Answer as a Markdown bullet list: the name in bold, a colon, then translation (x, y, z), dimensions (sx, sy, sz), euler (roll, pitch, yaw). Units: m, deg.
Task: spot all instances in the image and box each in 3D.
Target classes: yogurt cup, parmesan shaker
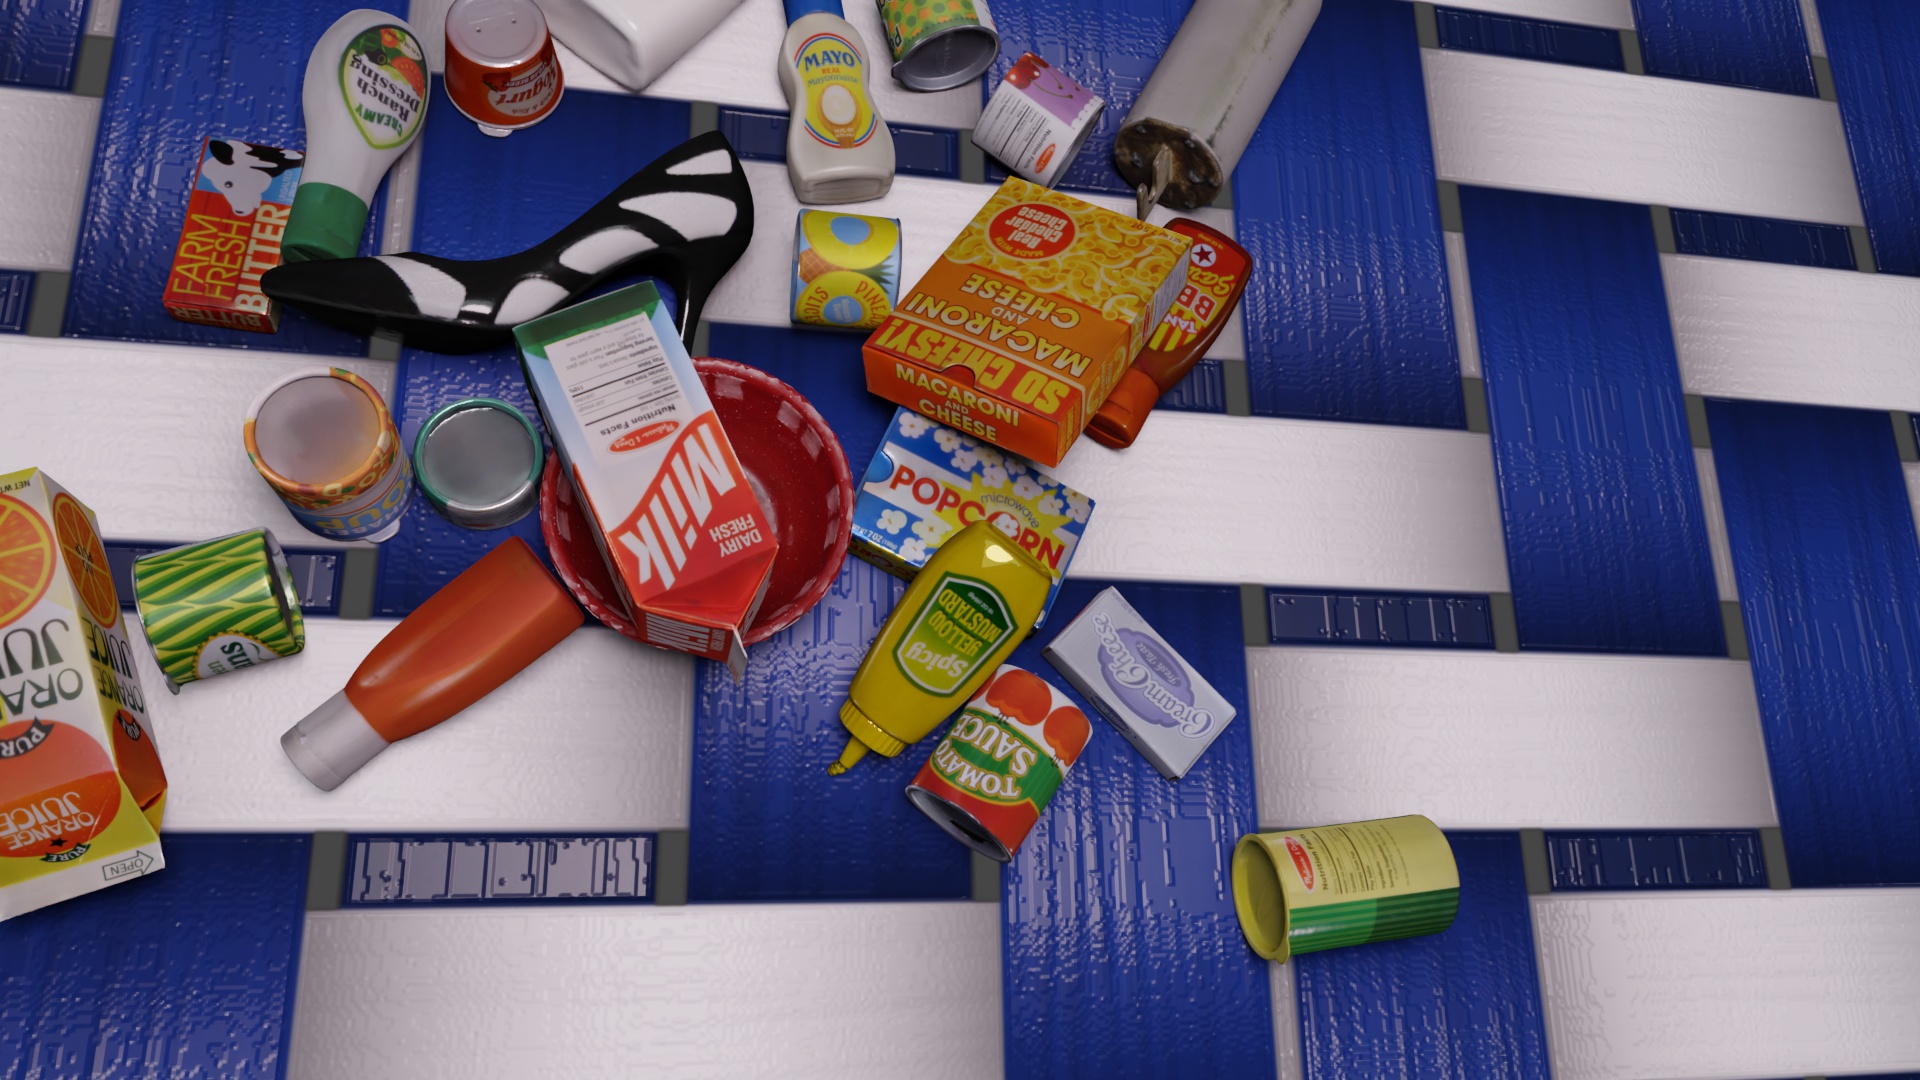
- **yogurt cup**: translation (-0.264, -0.279, 0.798), dimensions (0.072, 0.053, 0.072), euler (4, 72, -12)
- **parmesan shaker**: translation (0.210, 0.190, 0.756), dimensions (0.103, 0.071, 0.071), euler (-3, 75, -14)

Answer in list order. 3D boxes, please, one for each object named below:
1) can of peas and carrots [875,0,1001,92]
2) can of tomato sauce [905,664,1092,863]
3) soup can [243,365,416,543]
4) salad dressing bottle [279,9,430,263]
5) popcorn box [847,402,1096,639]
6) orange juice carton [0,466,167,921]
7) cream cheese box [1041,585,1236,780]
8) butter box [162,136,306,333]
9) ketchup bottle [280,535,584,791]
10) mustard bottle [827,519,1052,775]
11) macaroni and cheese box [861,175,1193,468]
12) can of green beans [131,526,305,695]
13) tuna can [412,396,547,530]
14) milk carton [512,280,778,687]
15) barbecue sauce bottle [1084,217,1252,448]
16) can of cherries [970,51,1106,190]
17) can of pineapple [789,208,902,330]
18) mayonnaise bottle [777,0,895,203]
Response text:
- **can of peas and carrots**: translation (-0.017, -0.321, 0.860), dimensions (0.071, 0.070, 0.059), euler (-14, 77, -16)
- **can of tomato sauce**: translation (0.021, 0.116, 0.735), dimensions (0.071, 0.071, 0.083), euler (37, 69, 0)
- **soup can**: translation (-0.313, -0.040, 0.699), dimensions (0.071, 0.083, 0.071), euler (4, 73, -12)
- **salad dressing bottle**: translation (-0.333, -0.217, 0.759), dimensions (0.044, 0.064, 0.148), euler (-5, 68, 31)
- **popcorn box**: translation (0.003, -0.010, 0.785), dimensions (0.127, 0.038, 0.085), euler (27, 71, -4)
- **orange juice carton**: translation (-0.430, 0.072, 0.644), dimensions (0.072, 0.072, 0.193), euler (-18, 79, -17)
- **cream cheese box**: translation (0.101, 0.081, 0.788), dimensions (0.104, 0.024, 0.053), euler (45, 70, 3)
- **butter box**: translation (-0.388, -0.165, 0.751), dimensions (0.053, 0.024, 0.104), euler (8, 72, -11)
- **ketchup bottle**: translation (-0.265, 0.063, 0.695), dimensions (0.149, 0.043, 0.065), euler (-39, 51, -14)
- **mustard bottle**: translation (-0.019, 0.066, 0.734), dimensions (0.065, 0.049, 0.160), euler (37, 96, -4)
- **macaroni and cheese box**: translation (0.040, -0.130, 0.790), dimensions (0.124, 0.040, 0.167), euler (24, 56, 19)
- **can of green beans**: translation (-0.359, 0.031, 0.676), dimensions (0.058, 0.071, 0.071), euler (-16, 78, -17)
- **tuna can**: translation (-0.256, -0.043, 0.740), dimensions (0.071, 0.032, 0.071), euler (4, 73, -12)
- **milk carton**: translation (-0.145, -0.021, 0.678), dimensions (0.073, 0.072, 0.191), euler (-23, 79, -18)
- **barbecue sauce bottle**: translation (0.120, -0.124, 0.843), dimensions (0.065, 0.043, 0.149), euler (30, 70, 3)
- **can of cherries**: translation (0.048, -0.258, 0.858), dimensions (0.058, 0.071, 0.072), euler (34, 70, 0)
- **can of pineapple**: translation (-0.066, -0.153, 0.797), dimensions (0.058, 0.070, 0.071), euler (4, 73, -11)
- **mayonnaise bottle**: translation (-0.082, -0.279, 0.845), dimensions (0.065, 0.041, 0.148), euler (-8, 76, -13)
